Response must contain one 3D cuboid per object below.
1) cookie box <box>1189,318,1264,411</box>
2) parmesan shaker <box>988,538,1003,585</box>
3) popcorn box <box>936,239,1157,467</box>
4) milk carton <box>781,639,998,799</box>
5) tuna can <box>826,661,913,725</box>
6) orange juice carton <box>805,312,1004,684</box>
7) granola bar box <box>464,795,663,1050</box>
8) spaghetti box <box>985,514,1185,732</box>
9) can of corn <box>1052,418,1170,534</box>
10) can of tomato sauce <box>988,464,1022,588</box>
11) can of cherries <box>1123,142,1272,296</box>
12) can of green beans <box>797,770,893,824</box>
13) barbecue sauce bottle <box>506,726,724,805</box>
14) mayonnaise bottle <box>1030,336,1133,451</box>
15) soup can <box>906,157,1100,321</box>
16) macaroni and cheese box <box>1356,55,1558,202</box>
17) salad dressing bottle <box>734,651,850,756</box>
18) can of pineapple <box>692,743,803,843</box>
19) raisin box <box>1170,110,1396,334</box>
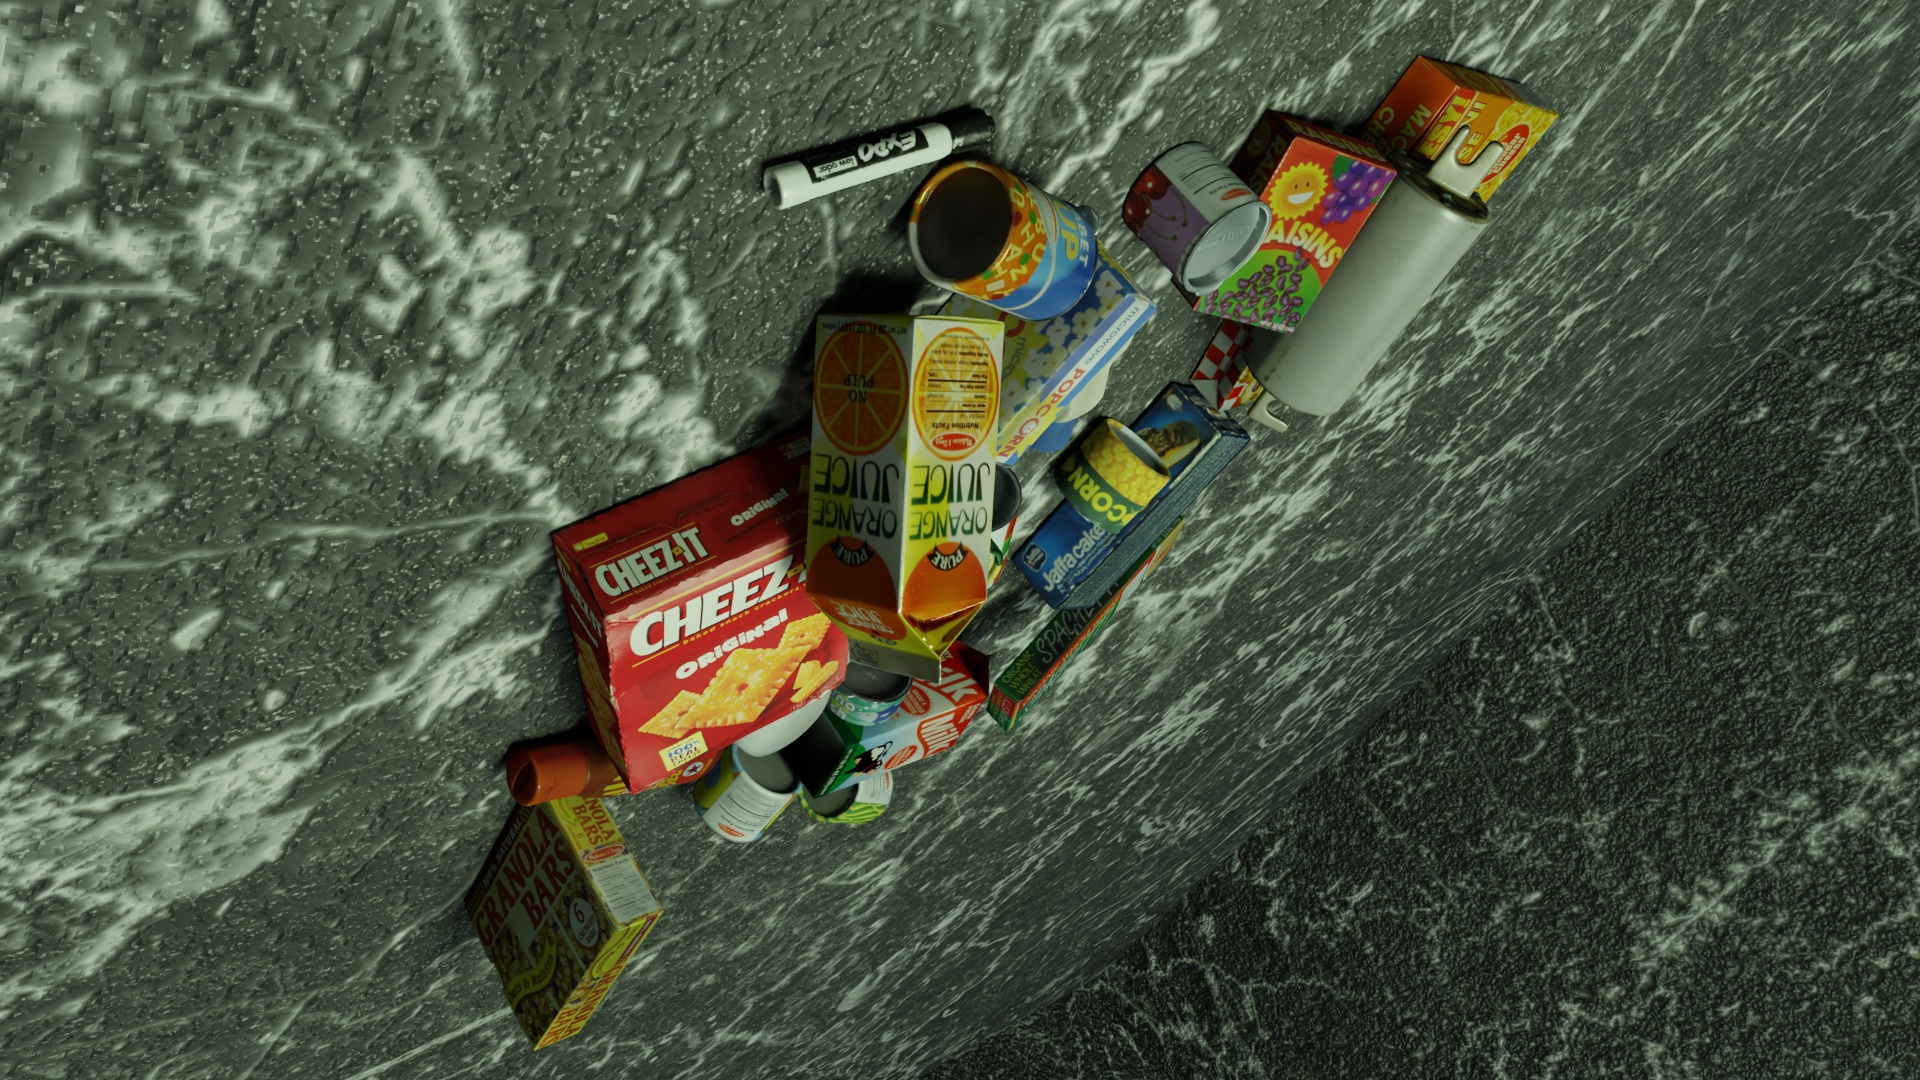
[{"bbox_3d":[0.266,-0.170,1.050,0.168,0.040,0.122,-19,150,-34],"label":"cookie box"},{"bbox_3d":[-0.027,-0.012,0.849,0.071,0.103,0.071,-30,155,-16],"label":"parmesan shaker"},{"bbox_3d":[0.036,-0.115,0.773,0.126,0.085,0.038,-47,153,21],"label":"popcorn box"},{"bbox_3d":[-0.050,0.133,1.117,0.191,0.073,0.072,-13,146,-44],"label":"milk carton"},{"bbox_3d":[-0.073,0.105,1.041,0.071,0.071,0.032,-17,149,-39],"label":"tuna can"},{"bbox_3d":[-0.031,-0.023,0.738,0.073,0.072,0.192,-5,102,-49],"label":"orange juice carton"},{"bbox_3d":[-0.278,0.253,0.955,0.039,0.124,0.164,-8,143,-47],"label":"granola bar box"},{"bbox_3d":[0.108,0.061,1.171,0.251,0.029,0.050,-44,161,-31],"label":"spaghetti box"},{"bbox_3d":[0.111,-0.047,1.020,0.058,0.071,0.071,-47,154,19],"label":"can of corn"},{"bbox_3d":[0.003,-0.012,0.942,0.071,0.071,0.082,-27,155,-22],"label":"can of tomato sauce"},{"bbox_3d":[0.137,-0.188,0.816,0.072,0.058,0.071,-31,156,-16],"label":"can of cherries"},{"bbox_3d":[-0.100,0.210,1.196,0.071,0.071,0.058,-42,155,10],"label":"can of green beans"},{"bbox_3d":[-0.229,0.145,0.929,0.149,0.044,0.064,-3,139,-51],"label":"barbecue sauce bottle"},{"bbox_3d":[0.065,-0.109,0.858,0.041,0.065,0.147,-31,160,-23],"label":"mayonnaise bottle"},{"bbox_3d":[0.024,-0.154,0.709,0.071,0.071,0.084,-47,154,21],"label":"soup can"},{"bbox_3d":[0.330,-0.264,0.965,0.167,0.040,0.123,-10,144,-46],"label":"macaroni and cheese box"},{"bbox_3d":[-0.107,0.088,0.988,0.147,0.044,0.064,-45,121,5],"label":"salad dressing bottle"},{"bbox_3d":[-0.164,0.188,1.072,0.057,0.071,0.071,-49,154,24],"label":"can of pineapple"},{"bbox_3d":[0.200,-0.196,0.866,0.086,0.040,0.122,8,128,-28],"label":"raisin box"}]
